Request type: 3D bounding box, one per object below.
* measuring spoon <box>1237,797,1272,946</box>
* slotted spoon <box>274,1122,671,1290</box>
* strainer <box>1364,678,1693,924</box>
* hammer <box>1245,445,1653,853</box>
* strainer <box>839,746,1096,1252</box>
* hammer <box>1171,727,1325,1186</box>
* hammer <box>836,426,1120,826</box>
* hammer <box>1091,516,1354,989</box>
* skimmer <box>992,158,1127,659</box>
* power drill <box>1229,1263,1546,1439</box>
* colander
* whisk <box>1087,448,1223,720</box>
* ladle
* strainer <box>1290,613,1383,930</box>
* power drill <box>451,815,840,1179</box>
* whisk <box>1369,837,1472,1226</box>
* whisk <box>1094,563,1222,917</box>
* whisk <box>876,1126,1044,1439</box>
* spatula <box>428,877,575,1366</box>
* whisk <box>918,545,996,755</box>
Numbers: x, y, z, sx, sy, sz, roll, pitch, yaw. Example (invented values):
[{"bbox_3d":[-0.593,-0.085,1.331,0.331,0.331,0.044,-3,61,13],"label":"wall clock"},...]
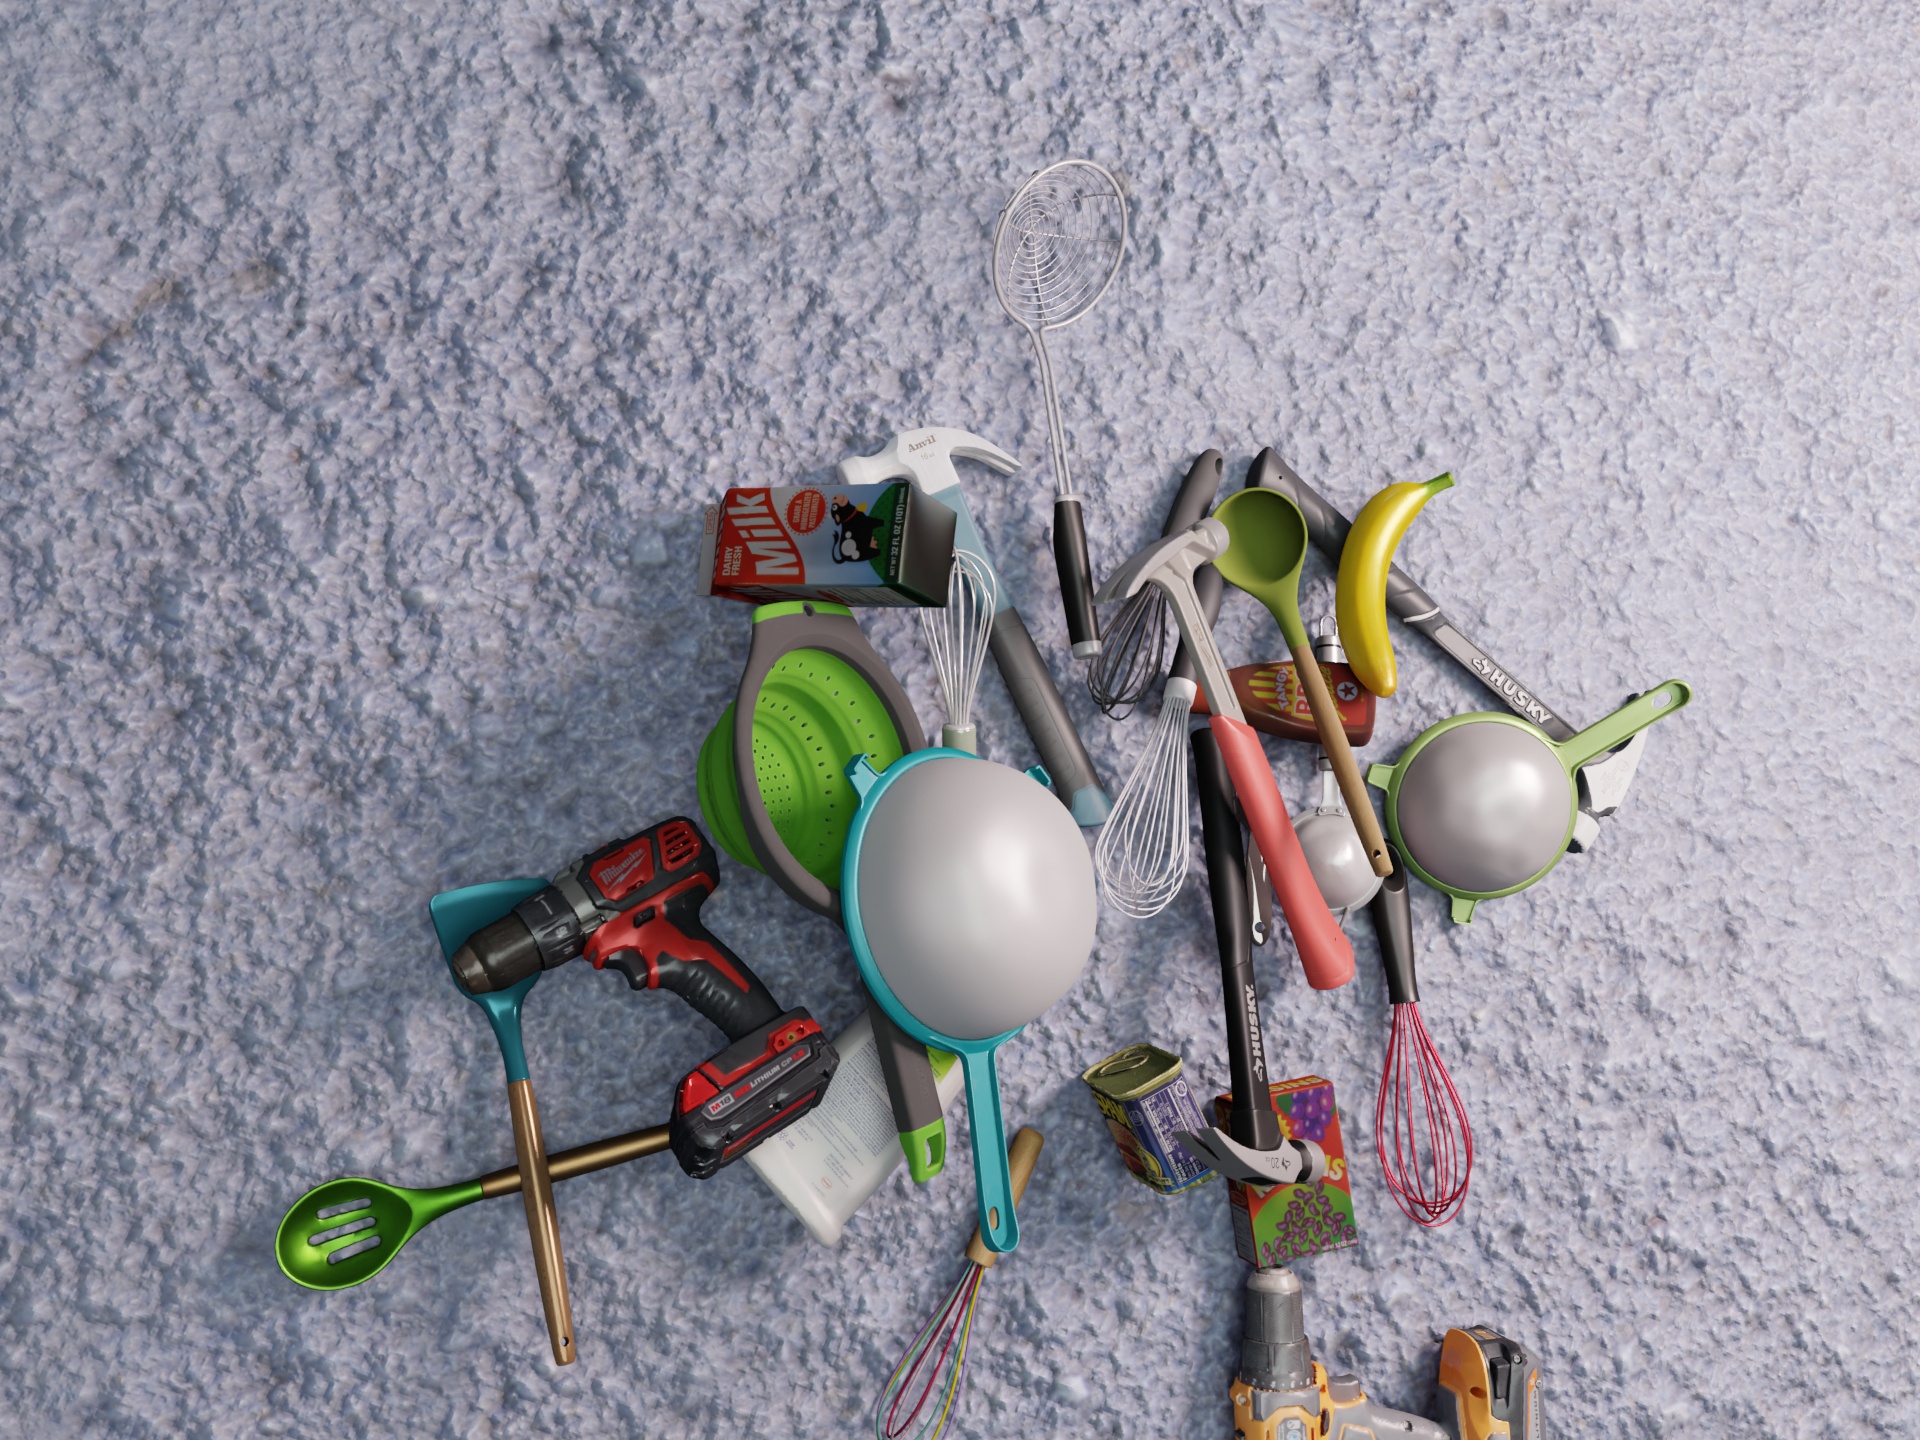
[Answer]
[{"bbox_3d":[0.232,0.112,1.229,0.034,0.018,0.124,0,85,-2],"label":"measuring spoon"},{"bbox_3d":[-0.299,0.313,1.083,0.313,0.031,0.070,-13,85,-16],"label":"slotted spoon"},{"bbox_3d":[0.456,0.043,1.224,0.256,0.069,0.151,-32,94,6],"label":"strainer"},{"bbox_3d":[0.389,-0.076,1.280,0.409,0.036,0.149,40,76,-6],"label":"hammer"},{"bbox_3d":[0.033,0.176,1.057,0.210,0.095,0.340,6,73,-45],"label":"strainer"},{"bbox_3d":[0.198,0.165,1.162,0.146,0.035,0.335,19,61,-45],"label":"hammer"},{"bbox_3d":[0.032,-0.067,1.197,0.128,0.033,0.331,-25,90,-13],"label":"hammer"},{"bbox_3d":[0.205,0.039,1.151,0.149,0.037,0.359,-36,108,-45],"label":"hammer"},{"bbox_3d":[0.090,-0.231,1.187,0.127,0.090,0.363,0,79,-41],"label":"skimmer"},{"bbox_3d":[0.311,0.497,1.179,0.226,0.084,0.185,0,83,-9],"label":"power drill"},{"bbox_3d":[-0.095,0.120,1.092,0.204,0.094,0.397,-7,82,-56],"label":"colander"},{"bbox_3d":[0.156,-0.108,1.225,0.055,0.055,0.239,27,74,-9],"label":"whisk"},{"bbox_3d":[0.255,-0.034,1.170,0.078,0.062,0.320,-23,60,17],"label":"ladle"},{"bbox_3d":[0.288,0.042,1.241,0.087,0.050,0.258,0,79,5],"label":"strainer"},{"bbox_3d":[-0.207,0.188,1.053,0.188,0.080,0.227,-28,70,-27],"label":"power drill"},{"bbox_3d":[0.345,0.237,1.227,0.073,0.073,0.296,-3,78,-13],"label":"whisk"},{"bbox_3d":[0.153,0.008,1.165,0.070,0.070,0.285,20,69,-10],"label":"whisk"},{"bbox_3d":[0.000,0.406,1.136,0.051,0.047,0.245,31,73,-20],"label":"whisk"},{"bbox_3d":[-0.291,0.266,1.063,0.082,0.044,0.318,-7,74,-28],"label":"spatula"},{"bbox_3d":[-0.002,-0.004,1.156,0.058,0.059,0.246,-2,100,-8],"label":"whisk"}]
